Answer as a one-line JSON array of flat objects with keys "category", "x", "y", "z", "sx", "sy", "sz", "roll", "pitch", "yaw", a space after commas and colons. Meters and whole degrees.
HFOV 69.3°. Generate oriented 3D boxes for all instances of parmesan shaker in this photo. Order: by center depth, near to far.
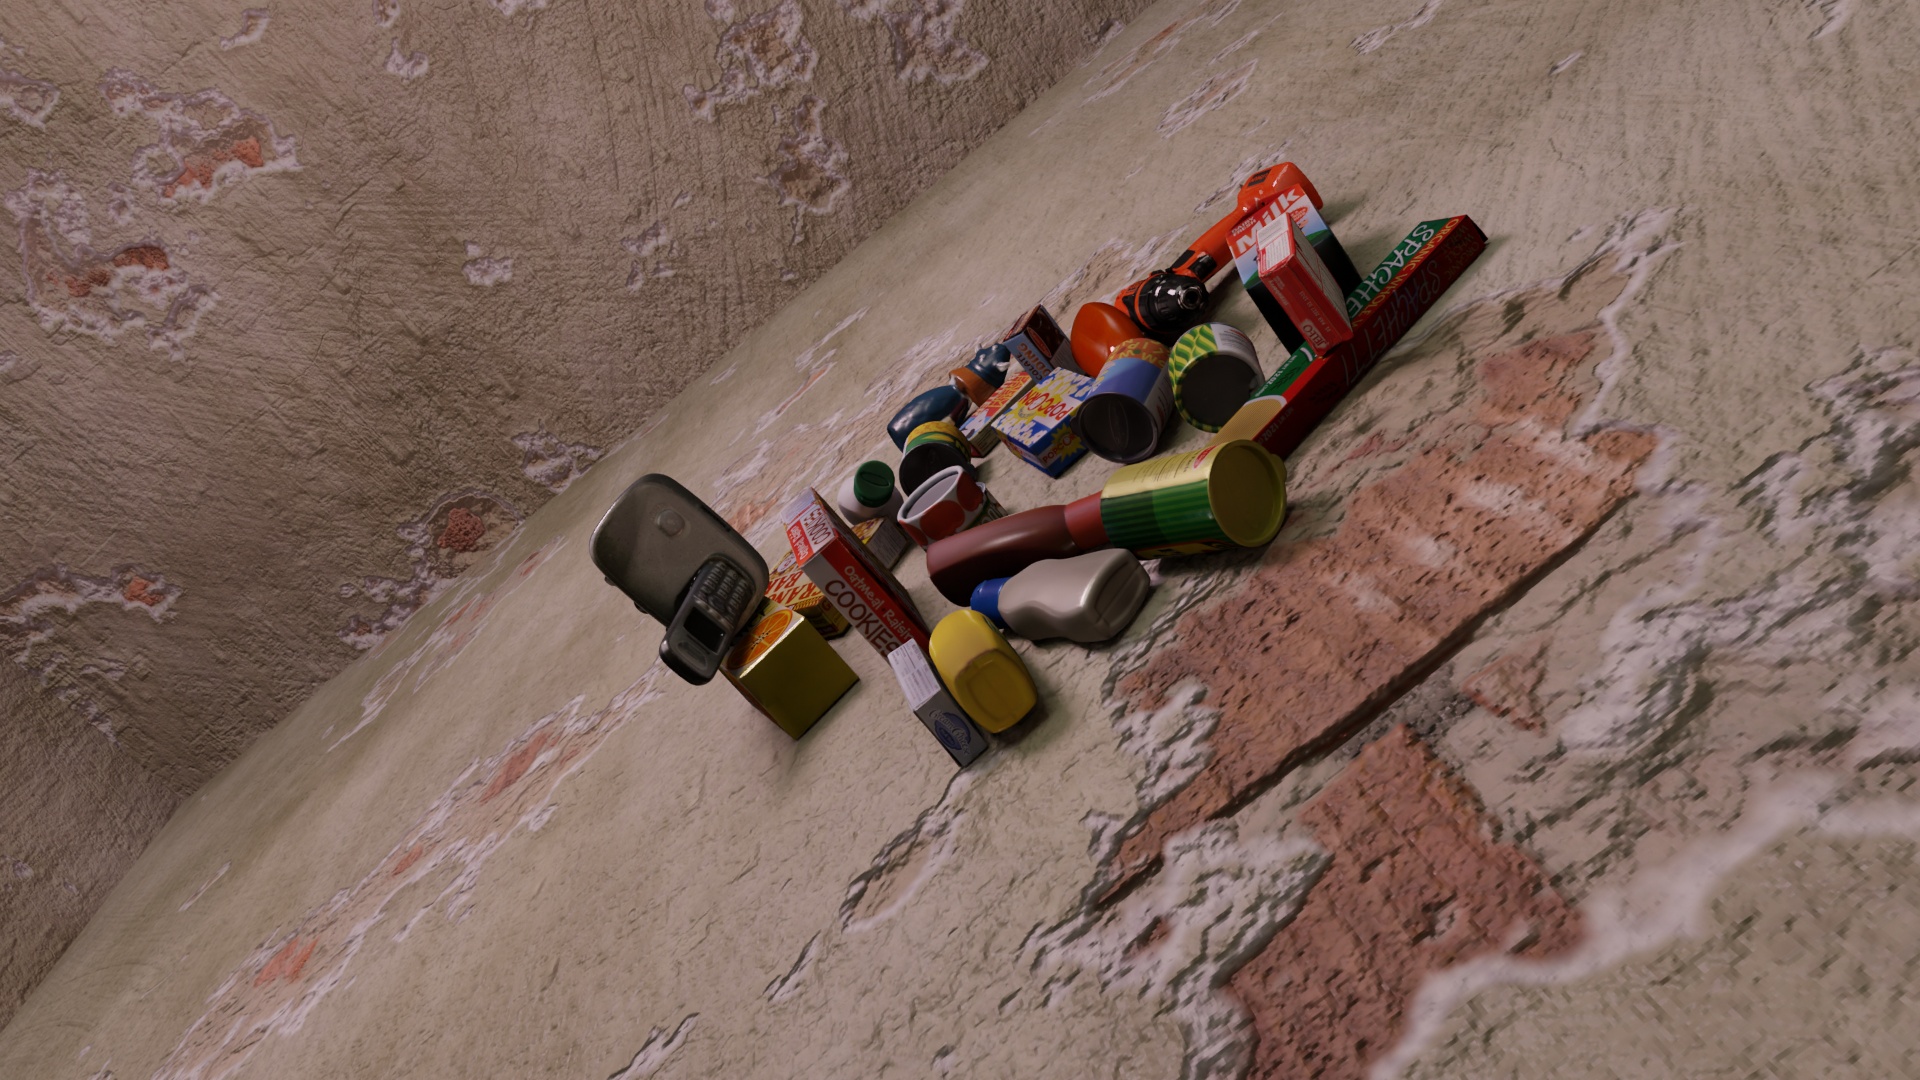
[{"category": "parmesan shaker", "x": 0.148, "y": -0.025, "z": 0.885, "sx": 0.071, "sy": 0.071, "sz": 0.103, "roll": -51, "pitch": 21, "yaw": -28}]

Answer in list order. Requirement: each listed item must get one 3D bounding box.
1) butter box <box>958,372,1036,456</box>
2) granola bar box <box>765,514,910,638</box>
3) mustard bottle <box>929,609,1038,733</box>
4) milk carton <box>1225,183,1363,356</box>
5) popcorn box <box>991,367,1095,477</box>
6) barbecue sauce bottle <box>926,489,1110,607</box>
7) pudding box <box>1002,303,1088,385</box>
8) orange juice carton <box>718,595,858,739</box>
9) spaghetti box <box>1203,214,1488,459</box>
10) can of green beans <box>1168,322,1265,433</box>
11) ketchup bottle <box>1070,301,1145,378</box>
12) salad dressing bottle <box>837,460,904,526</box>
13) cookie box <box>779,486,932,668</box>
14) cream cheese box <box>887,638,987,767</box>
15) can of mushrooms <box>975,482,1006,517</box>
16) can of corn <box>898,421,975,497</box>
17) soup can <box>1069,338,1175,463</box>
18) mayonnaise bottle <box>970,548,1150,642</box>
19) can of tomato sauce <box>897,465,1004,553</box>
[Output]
[{"category": "butter box", "x": 0.038, "y": -0.124, "z": 1.367, "sx": 0.104, "sy": 0.024, "sz": 0.053, "roll": -46, "pitch": 21, "yaw": -15}, {"category": "granola bar box", "x": -0.137, "y": 0.046, "z": 1.295, "sx": 0.165, "sy": 0.039, "sz": 0.125, "roll": -18, "pitch": 28, "yaw": 47}, {"category": "mustard bottle", "x": 0.009, "y": 0.076, "z": 0.924, "sx": 0.049, "sy": 0.065, "sz": 0.160, "roll": -37, "pitch": 15, "yaw": -1}, {"category": "milk carton", "x": 0.261, "y": -0.219, "z": 1.089, "sx": 0.073, "sy": 0.072, "sz": 0.191, "roll": -33, "pitch": 20, "yaw": 19}, {"category": "popcorn box", "x": 0.084, "y": -0.105, "z": 1.218, "sx": 0.085, "sy": 0.038, "sz": 0.127, "roll": -41, "pitch": 19, "yaw": -2}, {"category": "barbecue sauce bottle", "x": 0.052, "y": 0.003, "z": 1.011, "sx": 0.148, "sy": 0.064, "sz": 0.044, "roll": -22, "pitch": 54, "yaw": 24}, {"category": "pudding box", "x": 0.082, "y": -0.174, "z": 1.304, "sx": 0.030, "sy": 0.083, "sz": 0.050, "roll": -22, "pitch": 26, "yaw": 43}, {"category": "orange juice carton", "x": -0.162, "y": 0.099, "z": 1.175, "sx": 0.073, "sy": 0.071, "sz": 0.192, "roll": -44, "pitch": 20, "yaw": -13}, {"category": "spaghetti box", "x": 0.268, "y": -0.136, "z": 0.962, "sx": 0.251, "sy": 0.028, "sz": 0.050, "roll": -45, "pitch": 20, "yaw": -13}, {"category": "can of green beans", "x": 0.187, "y": -0.119, "z": 1.016, "sx": 0.071, "sy": 0.071, "sz": 0.058, "roll": -33, "pitch": 21, "yaw": 19}, {"category": "ketchup bottle", "x": 0.139, "y": -0.165, "z": 1.223, "sx": 0.043, "sy": 0.064, "sz": 0.149, "roll": 1, "pitch": 21, "yaw": -15}, {"category": "salad dressing bottle", "x": -0.083, "y": -0.042, "z": 1.298, "sx": 0.147, "sy": 0.064, "sz": 0.044, "roll": 123, "pitch": 167, "yaw": -79}, {"category": "cookie box", "x": -0.082, "y": 0.030, "z": 1.100, "sx": 0.040, "sy": 0.122, "sz": 0.168, "roll": -41, "pitch": 19, "yaw": 1}, {"category": "cream cheese box", "x": -0.017, "y": 0.106, "z": 0.919, "sx": 0.024, "sy": 0.053, "sz": 0.104, "roll": -39, "pitch": 19, "yaw": 0}, {"category": "can of mushrooms", "x": 0.004, "y": -0.015, "z": 1.175, "sx": 0.071, "sy": 0.033, "sz": 0.071, "roll": -34, "pitch": 20, "yaw": 14}, {"category": "can of corn", "x": -0.020, "y": -0.072, "z": 1.300, "sx": 0.071, "sy": 0.071, "sz": 0.058, "roll": -34, "pitch": 20, "yaw": 16}, {"category": "soup can", "x": 0.132, "y": -0.111, "z": 1.096, "sx": 0.071, "sy": 0.071, "sz": 0.084, "roll": -24, "pitch": 24, "yaw": 39}, {"category": "mayonnaise bottle", "x": 0.061, "y": 0.040, "z": 0.941, "sx": 0.065, "sy": 0.041, "sz": 0.148, "roll": -50, "pitch": 21, "yaw": -26}, {"category": "can of tomato sauce", "x": 0.003, "y": -0.008, "z": 1.088, "sx": 0.071, "sy": 0.083, "sz": 0.071, "roll": -36, "pitch": 20, "yaw": 15}]
